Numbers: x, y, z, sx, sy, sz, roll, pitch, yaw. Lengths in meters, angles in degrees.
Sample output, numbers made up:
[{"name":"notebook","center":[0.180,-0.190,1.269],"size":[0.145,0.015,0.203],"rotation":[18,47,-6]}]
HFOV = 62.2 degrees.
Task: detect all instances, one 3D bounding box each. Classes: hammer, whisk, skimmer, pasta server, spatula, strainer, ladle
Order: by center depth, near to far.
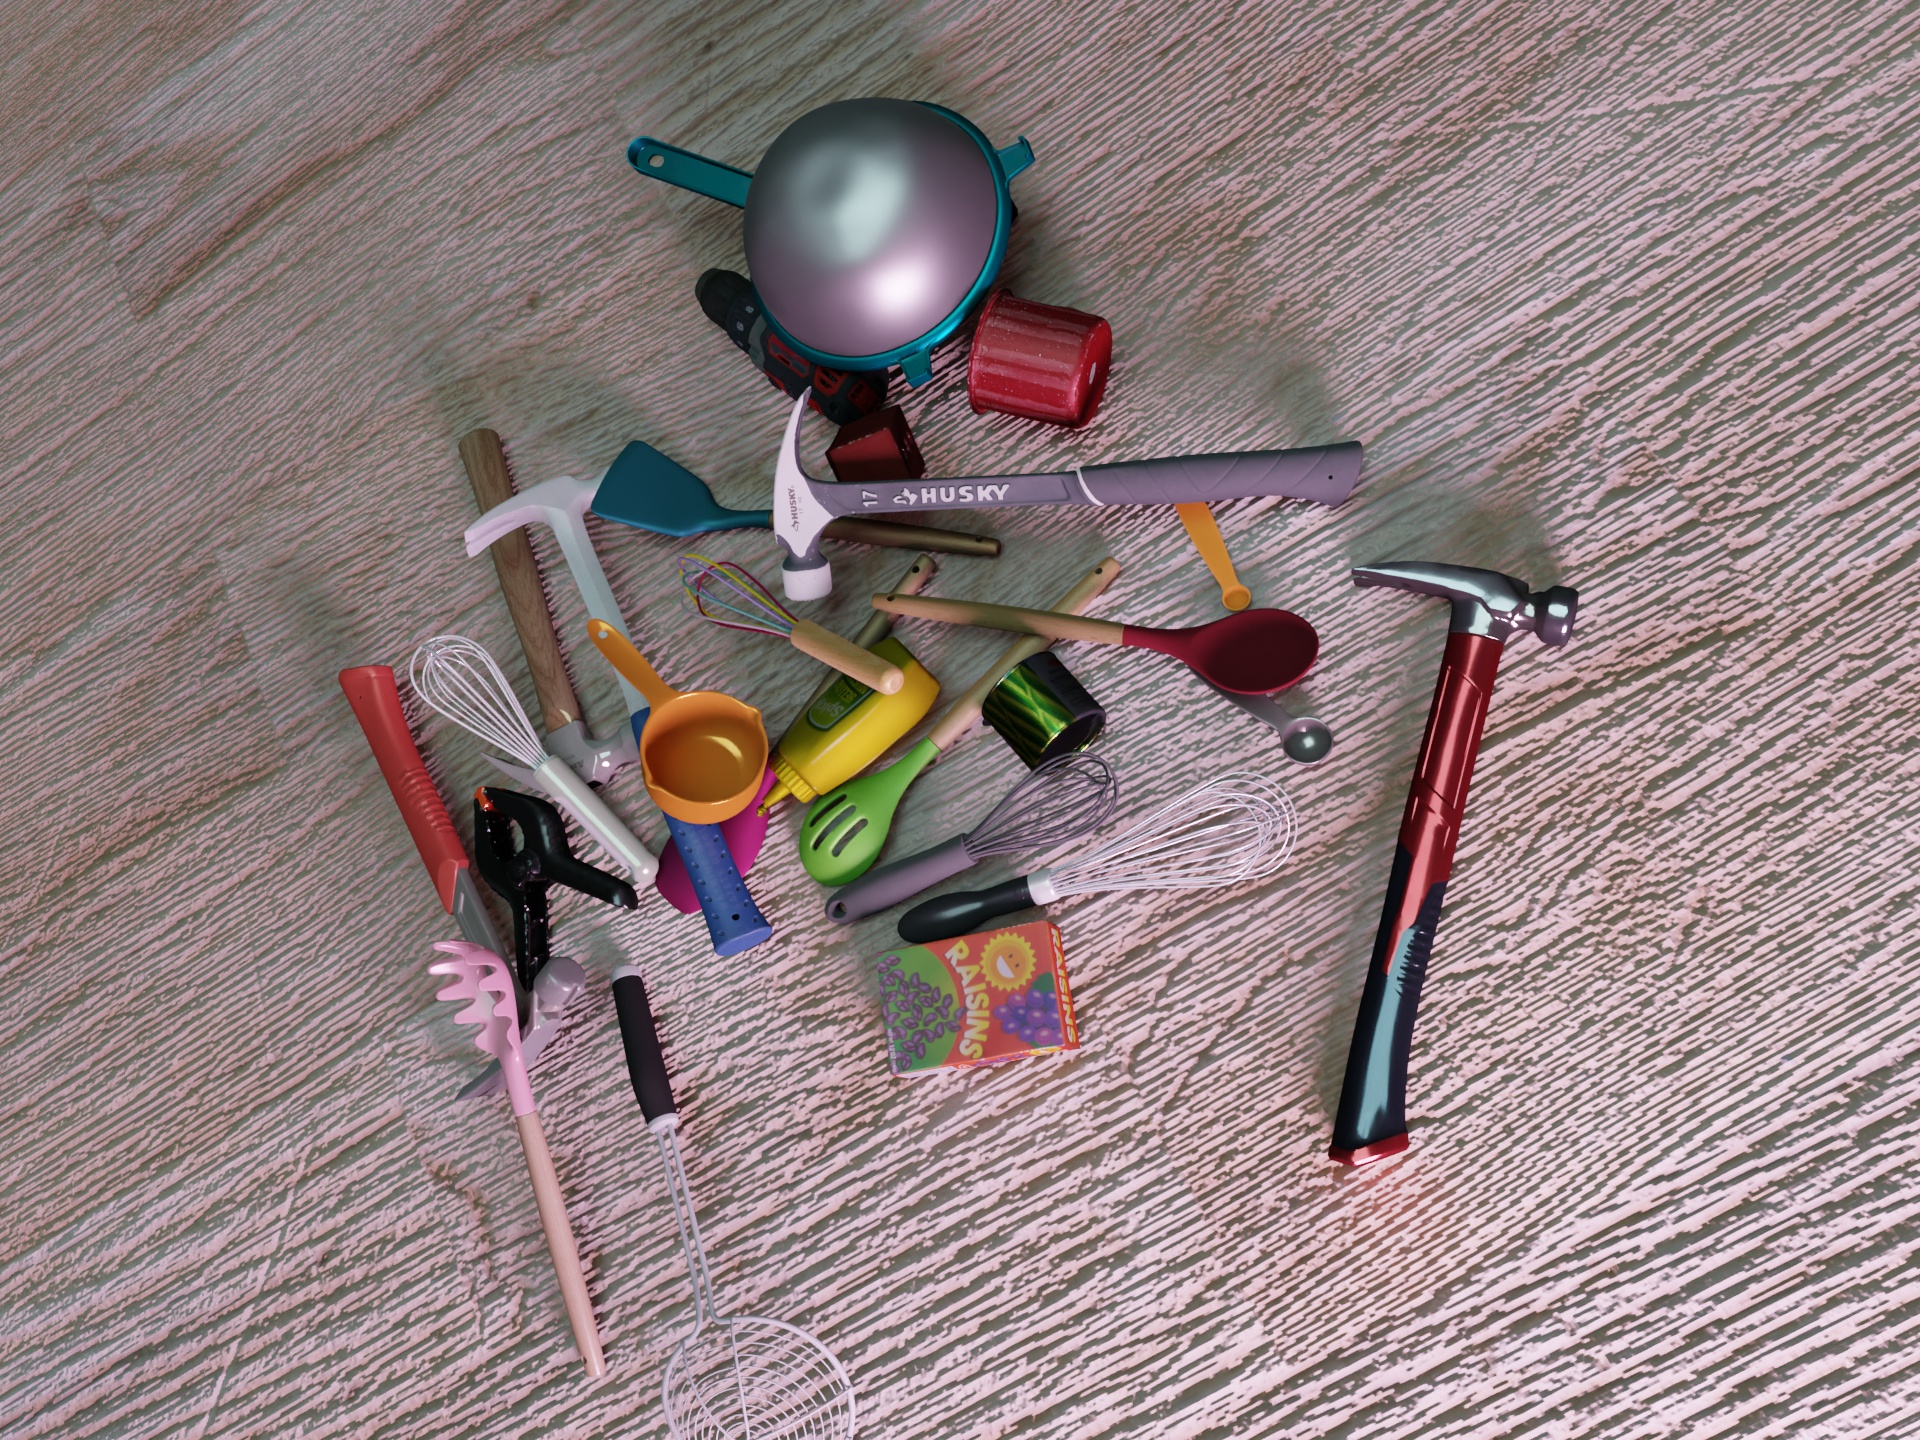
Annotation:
[{"name":"hammer","center":[0.277,0.086,1.009],"size":[0.143,0.038,0.386],"rotation":[13,80,22]},{"name":"whisk","center":[0.085,0.100,1.061],"size":[0.284,0.070,0.070],"rotation":[-19,70,17]},{"name":"whisk","center":[0.003,0.085,1.082],"size":[0.239,0.055,0.055],"rotation":[-28,68,21]},{"name":"skimmer","center":[-0.175,0.338,1.092],"size":[0.127,0.090,0.364],"rotation":[-30,58,12]},{"name":"pasta server","center":[-0.299,0.299,1.094],"size":[0.060,0.040,0.316],"rotation":[-18,87,42]},{"name":"ladle","center":[0.087,-0.063,1.099],"size":[0.315,0.031,0.069],"rotation":[9,60,15]},{"name":"hammer","center":[0.069,-0.167,1.102],"size":[0.409,0.036,0.149],"rotation":[-3,113,6]},{"name":"whisk","center":[-0.128,-0.068,1.153],"size":[0.245,0.051,0.047],"rotation":[28,107,38]},{"name":"strainer","center":[-0.130,-0.390,1.162],"size":[0.340,0.095,0.211],"rotation":[25,90,23]},{"name":"hammer","center":[-0.241,-0.013,1.174],"size":[0.144,0.035,0.406],"rotation":[-19,68,-19]},{"name":"whisk","center":[-0.313,0.029,1.177],"size":[0.246,0.057,0.059],"rotation":[45,64,4]},{"name":"spatula","center":[-0.122,-0.155,1.201],"size":[0.317,0.044,0.082],"rotation":[9,54,18]},{"name":"hammer","center":[-0.399,0.103,1.208],"size":[0.149,0.036,0.359],"rotation":[-47,62,26]},{"name":"hammer","center":[-0.345,-0.090,1.263],"size":[0.130,0.031,0.332],"rotation":[-26,69,9]}]

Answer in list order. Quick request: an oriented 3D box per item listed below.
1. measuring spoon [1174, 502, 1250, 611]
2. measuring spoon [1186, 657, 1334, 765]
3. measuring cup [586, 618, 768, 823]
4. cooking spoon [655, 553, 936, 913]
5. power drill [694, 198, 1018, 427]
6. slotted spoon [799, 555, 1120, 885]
[{"name":"measuring spoon","center":[0.174,-0.124,1.116],"size":[0.021,0.011,0.117],"rotation":[-24,66,5]},{"name":"measuring spoon","center":[0.200,-0.009,1.075],"size":[0.034,0.018,0.124],"rotation":[-44,60,-10]},{"name":"measuring cup","center":[-0.208,0.000,1.124],"size":[0.095,0.052,0.174],"rotation":[-36,73,-25]},{"name":"cooking spoon","center":[-0.119,0.007,1.169],"size":[0.069,0.017,0.319],"rotation":[37,90,23]},{"name":"power drill","center":[-0.087,-0.357,1.230],"size":[0.188,0.080,0.226],"rotation":[39,93,23]},{"name":"slotted spoon","center":[-0.002,-0.004,1.130],"size":[0.314,0.031,0.070],"rotation":[-45,59,1]}]
